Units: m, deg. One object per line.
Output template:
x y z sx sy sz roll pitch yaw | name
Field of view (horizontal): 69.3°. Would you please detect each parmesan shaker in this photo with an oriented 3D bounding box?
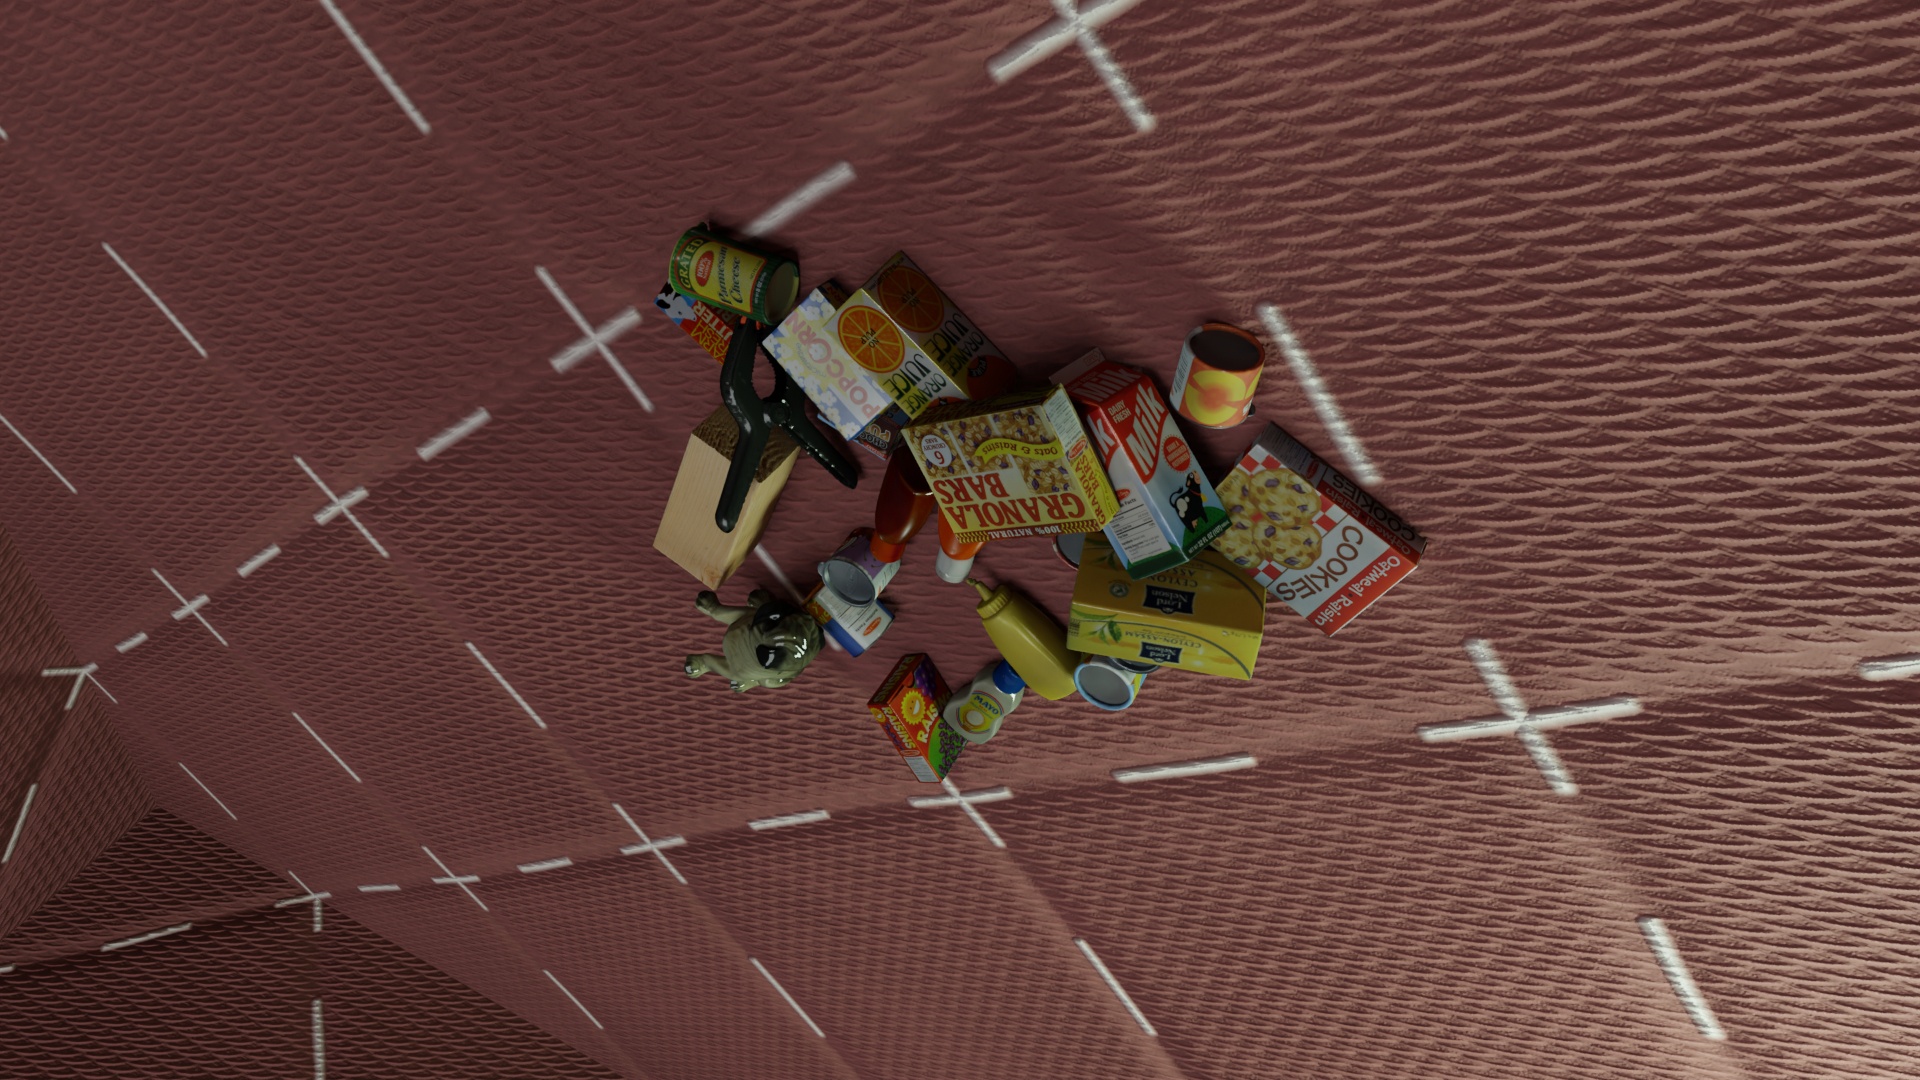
-0.211 -0.251 1.302 0.103 0.072 0.071 21 136 17 | parmesan shaker

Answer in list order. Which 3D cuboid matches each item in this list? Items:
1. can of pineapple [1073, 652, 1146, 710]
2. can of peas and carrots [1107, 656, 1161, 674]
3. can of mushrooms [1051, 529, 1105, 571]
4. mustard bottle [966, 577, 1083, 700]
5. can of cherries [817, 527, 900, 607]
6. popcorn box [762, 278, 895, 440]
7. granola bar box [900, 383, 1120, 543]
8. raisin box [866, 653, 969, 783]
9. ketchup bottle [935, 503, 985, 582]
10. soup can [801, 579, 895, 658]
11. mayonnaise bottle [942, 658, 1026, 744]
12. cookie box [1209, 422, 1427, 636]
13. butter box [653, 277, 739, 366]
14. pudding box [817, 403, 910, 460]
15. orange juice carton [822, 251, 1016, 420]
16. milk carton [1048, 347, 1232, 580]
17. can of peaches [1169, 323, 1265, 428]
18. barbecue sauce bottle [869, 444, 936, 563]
0.154 0.130 1.398 0.071 0.058 0.070 19 135 20 | can of pineapple
0.175 0.087 1.345 0.071 0.059 0.070 19 136 20 | can of peas and carrots
0.122 0.000 1.322 0.071 0.034 0.070 18 135 19 | can of mushrooms
0.063 0.093 1.435 0.160 0.049 0.065 49 135 -12 | mustard bottle
-0.108 0.027 1.485 0.071 0.059 0.071 19 136 20 | can of cherries
-0.113 -0.168 1.302 0.085 0.038 0.126 -39 94 30 | popcorn box
0.042 -0.062 1.190 0.165 0.039 0.124 -5 120 45 | granola bar box
-0.044 0.202 1.577 0.040 0.086 0.123 -10 121 41 | raisin box
0.005 -0.017 1.379 0.065 0.044 0.148 34 139 16 | ketchup bottle
-0.125 0.078 1.538 0.083 0.072 0.071 45 138 -8 | soup can
0.036 0.169 1.527 0.065 0.041 0.147 37 139 0 | mayonnaise bottle
0.294 -0.007 1.194 0.167 0.040 0.122 38 139 1 | cookie box
-0.253 -0.221 1.387 0.103 0.024 0.053 43 139 -6 | butter box
-0.095 -0.122 1.363 0.084 0.030 0.049 34 139 5 | pudding box
-0.023 -0.158 1.250 0.192 0.072 0.072 45 138 -8 | orange juice carton
0.144 -0.070 1.186 0.073 0.073 0.190 -25 97 52 | milk carton
0.209 -0.133 1.120 0.071 0.071 0.057 23 136 15 | can of peaches
-0.060 -0.031 1.405 0.065 0.044 0.147 65 152 26 | barbecue sauce bottle
